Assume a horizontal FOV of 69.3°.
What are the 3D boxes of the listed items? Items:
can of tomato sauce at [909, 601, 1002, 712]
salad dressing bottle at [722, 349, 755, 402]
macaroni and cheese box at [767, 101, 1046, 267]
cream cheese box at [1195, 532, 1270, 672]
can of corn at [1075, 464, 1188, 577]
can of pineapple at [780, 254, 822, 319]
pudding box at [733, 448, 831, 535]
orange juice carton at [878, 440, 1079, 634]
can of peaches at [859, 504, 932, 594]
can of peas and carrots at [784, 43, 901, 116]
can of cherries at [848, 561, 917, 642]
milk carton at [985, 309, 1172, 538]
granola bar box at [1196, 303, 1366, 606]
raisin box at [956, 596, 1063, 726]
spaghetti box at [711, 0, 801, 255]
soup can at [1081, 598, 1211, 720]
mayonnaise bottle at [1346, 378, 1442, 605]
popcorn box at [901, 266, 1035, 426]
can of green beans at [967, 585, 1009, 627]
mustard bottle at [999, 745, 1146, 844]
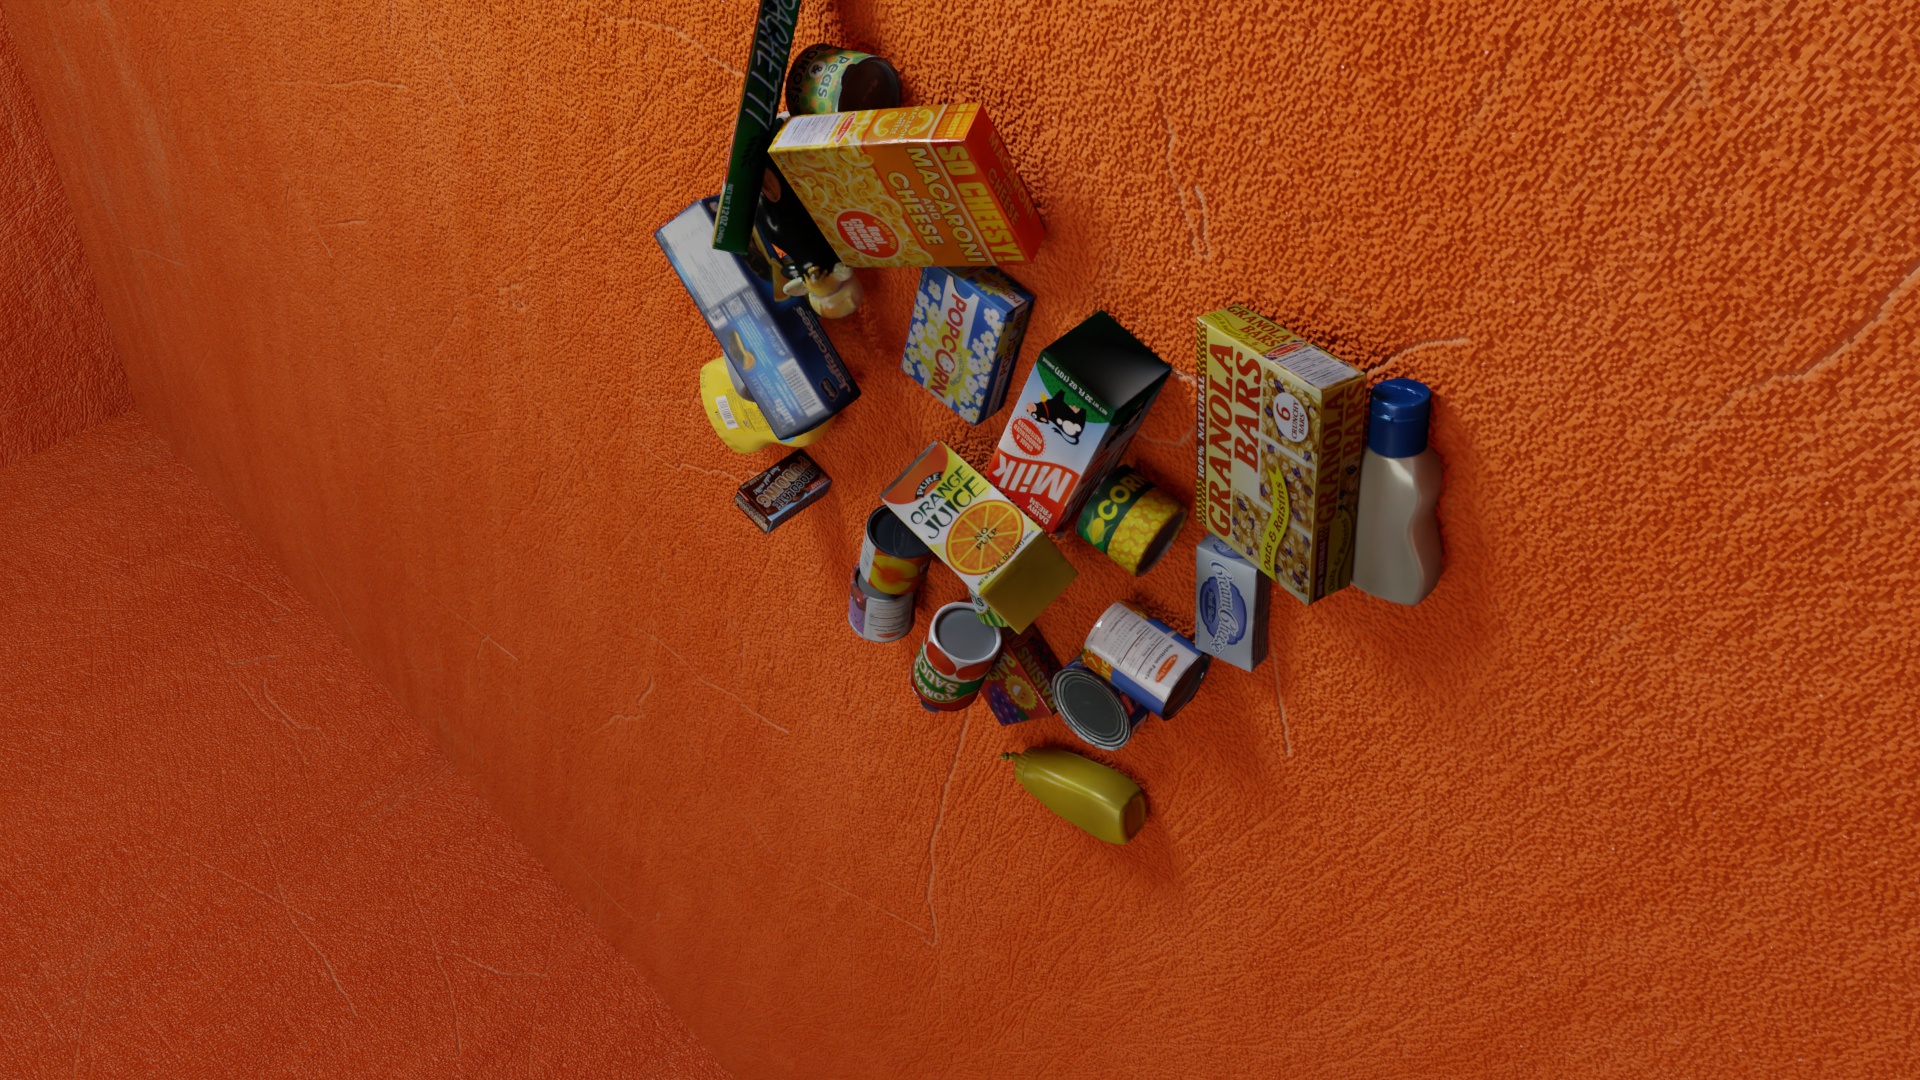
[{"bbox_3d":[-0.006,0.105,1.239,0.071,0.071,0.082,42,143,15],"label":"can of tomato sauce"},{"bbox_3d":[-0.189,-0.195,1.230,0.044,0.064,0.148,-29,64,27],"label":"salad dressing bottle"},{"bbox_3d":[-0.037,-0.251,0.994,0.166,0.040,0.123,6,151,32],"label":"macaroni and cheese box"},{"bbox_3d":[0.206,0.047,1.054,0.053,0.024,0.103,23,136,34],"label":"cream cheese box"},{"bbox_3d":[0.130,-0.016,1.049,0.058,0.071,0.070,37,142,20],"label":"can of corn"},{"bbox_3d":[-0.144,-0.213,1.197,0.071,0.071,0.058,-20,104,54],"label":"can of pineapple"},{"bbox_3d":[-0.173,-0.048,1.357,0.050,0.084,0.030,46,144,10],"label":"pudding box"},{"bbox_3d":[0.004,-0.014,1.147,0.193,0.072,0.073,44,178,42],"label":"orange juice carton"},{"bbox_3d":[-0.056,0.009,1.289,0.071,0.071,0.057,39,143,19],"label":"can of peaches"},{"bbox_3d":[-0.088,-0.330,1.024,0.059,0.071,0.070,27,138,33],"label":"can of peas and carrots"},{"bbox_3d":[-0.076,0.054,1.352,0.071,0.072,0.058,34,141,25],"label":"can of cherries"},{"bbox_3d":[0.080,-0.075,1.049,0.072,0.074,0.189,43,144,13],"label":"milk carton"},{"bbox_3d":[0.207,-0.058,0.917,0.124,0.039,0.164,44,149,47],"label":"granola bar box"},{"bbox_3d":[0.041,0.108,1.286,0.086,0.040,0.123,-24,99,54],"label":"raisin box"},{"bbox_3d":[-0.142,-0.332,1.002,0.050,0.029,0.249,-121,44,-71],"label":"spaghetti box"},{"bbox_3d":[0.151,0.097,1.127,0.084,0.072,0.071,34,141,25],"label":"soup can"},{"bbox_3d":[0.278,-0.031,0.889,0.065,0.041,0.147,25,136,39],"label":"mayonnaise bottle"},{"bbox_3d":[0.004,-0.162,1.093,0.085,0.038,0.126,40,144,19],"label":"popcorn box"},{"bbox_3d":[0.038,0.034,1.199,0.071,0.071,0.057,12,129,43],"label":"can of green beans"},{"bbox_3d":[0.101,0.230,1.315,0.160,0.049,0.065,22,135,37],"label":"mustard bottle"}]
